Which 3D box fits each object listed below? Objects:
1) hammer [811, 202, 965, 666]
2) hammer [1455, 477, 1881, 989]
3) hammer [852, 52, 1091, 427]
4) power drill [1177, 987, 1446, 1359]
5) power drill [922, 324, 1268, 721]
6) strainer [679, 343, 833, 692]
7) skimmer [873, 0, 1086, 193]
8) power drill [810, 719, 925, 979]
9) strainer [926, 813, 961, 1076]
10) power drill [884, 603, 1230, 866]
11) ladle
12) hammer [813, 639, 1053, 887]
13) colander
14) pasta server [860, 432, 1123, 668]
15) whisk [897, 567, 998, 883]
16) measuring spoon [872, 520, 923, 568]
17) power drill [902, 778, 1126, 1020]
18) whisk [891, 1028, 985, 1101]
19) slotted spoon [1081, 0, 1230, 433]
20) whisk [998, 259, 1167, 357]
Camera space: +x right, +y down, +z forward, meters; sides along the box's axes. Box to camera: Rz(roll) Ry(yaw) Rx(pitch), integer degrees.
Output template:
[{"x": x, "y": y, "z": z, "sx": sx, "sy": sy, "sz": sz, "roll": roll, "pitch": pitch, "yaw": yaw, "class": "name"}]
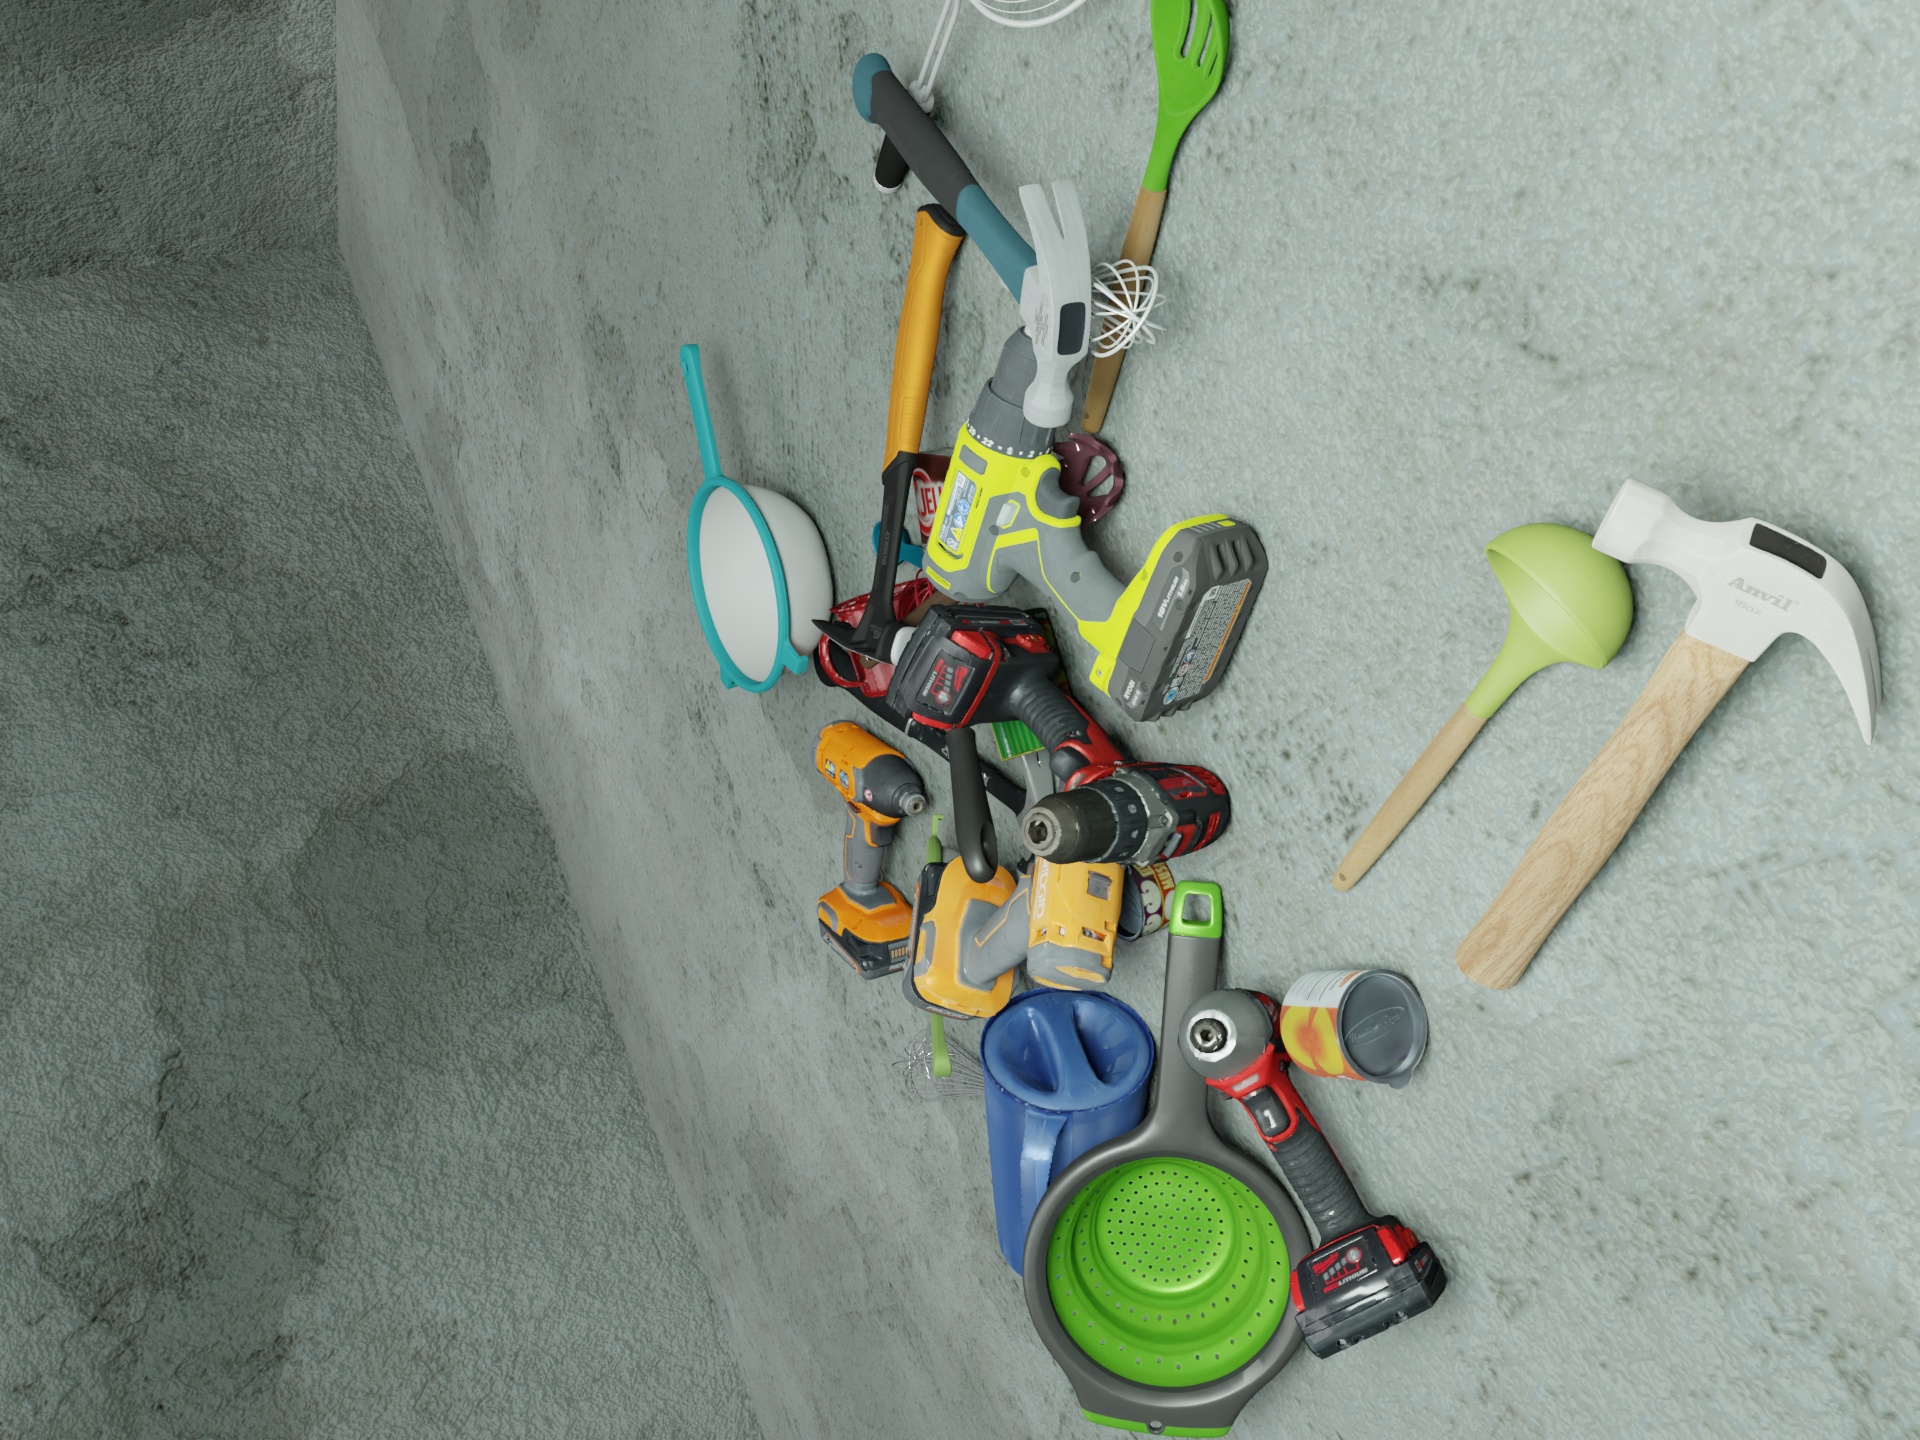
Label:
[{"x": -0.045, "y": -0.214, "z": 1.196, "sx": 0.127, "sy": 0.034, "sz": 0.337, "roll": 23, "pitch": 107, "yaw": 54, "class": "hammer"}, {"x": 0.302, "y": 0.036, "z": 0.735, "sx": 0.130, "sy": 0.031, "sz": 0.331, "roll": 27, "pitch": 145, "yaw": 15, "class": "hammer"}, {"x": 0.000, "y": -0.330, "z": 1.002, "sx": 0.128, "sy": 0.033, "sz": 0.331, "roll": 98, "pitch": 151, "yaw": -45, "class": "hammer"}, {"x": 0.207, "y": 0.268, "z": 0.985, "sx": 0.220, "sy": 0.078, "sz": 0.143, "roll": 63, "pitch": -166, "yaw": 21, "class": "power drill"}, {"x": 0.079, "y": -0.125, "z": 1.013, "sx": 0.229, "sy": 0.080, "sz": 0.190, "roll": 42, "pitch": 130, "yaw": 30, "class": "power drill"}, {"x": -0.196, "y": -0.201, "z": 1.548, "sx": 0.211, "sy": 0.095, "sz": 0.340, "roll": -8, "pitch": 95, "yaw": 60, "class": "strainer"}, {"x": 0.013, "y": -0.455, "z": 1.063, "sx": 0.363, "sy": 0.090, "sz": 0.127, "roll": 144, "pitch": 107, "yaw": -73, "class": "skimmer"}, {"x": -0.080, "y": 0.128, "z": 1.524, "sx": 0.164, "sy": 0.084, "sz": 0.226, "roll": 30, "pitch": 127, "yaw": 54, "class": "power drill"}, {"x": 0.005, "y": 0.204, "z": 1.338, "sx": 0.257, "sy": 0.069, "sz": 0.151, "roll": -94, "pitch": 6, "yaw": -58, "class": "strainer"}, {"x": 0.052, "y": 0.016, "z": 1.044, "sx": 0.227, "sy": 0.187, "sz": 0.080, "roll": 42, "pitch": 116, "yaw": 30, "class": "power drill"}, {"x": 0.253, "y": 0.013, "z": 0.836, "sx": 0.078, "sy": 0.062, "sz": 0.320, "roll": 52, "pitch": 150, "yaw": 22, "class": "ladle"}, {"x": -0.033, "y": 0.006, "z": 1.410, "sx": 0.409, "sy": 0.036, "sz": 0.149, "roll": 35, "pitch": 134, "yaw": 52, "class": "hammer"}, {"x": 0.155, "y": 0.305, "z": 1.148, "sx": 0.094, "sy": 0.204, "sz": 0.397, "roll": -39, "pitch": -47, "yaw": -82, "class": "colander"}, {"x": 0.013, "y": -0.111, "z": 1.159, "sx": 0.316, "sy": 0.040, "sz": 0.060, "roll": -35, "pitch": 80, "yaw": 43, "class": "pasta server"}, {"x": -0.002, "y": -0.004, "z": 1.222, "sx": 0.073, "sy": 0.073, "sz": 0.296, "roll": 110, "pitch": 157, "yaw": -50, "class": "whisk"}, {"x": -0.029, "y": -0.141, "z": 1.347, "sx": 0.129, "sy": 0.021, "sz": 0.042, "roll": 26, "pitch": 125, "yaw": 45, "class": "measuring spoon"}, {"x": 0.046, "y": 0.122, "z": 1.187, "sx": 0.226, "sy": 0.084, "sz": 0.185, "roll": -34, "pitch": 42, "yaw": 54, "class": "power drill"}, {"x": 0.022, "y": 0.337, "z": 1.478, "sx": 0.285, "sy": 0.070, "sz": 0.070, "roll": -4, "pitch": 101, "yaw": 59, "class": "whisk"}, {"x": 0.111, "y": -0.302, "z": 0.964, "sx": 0.070, "sy": 0.031, "sz": 0.313, "roll": 56, "pitch": 150, "yaw": 32, "class": "slotted spoon"}, {"x": 0.069, "y": -0.268, "z": 1.001, "sx": 0.059, "sy": 0.057, "sz": 0.247, "roll": -58, "pitch": 24, "yaw": 10, "class": "whisk"}]
